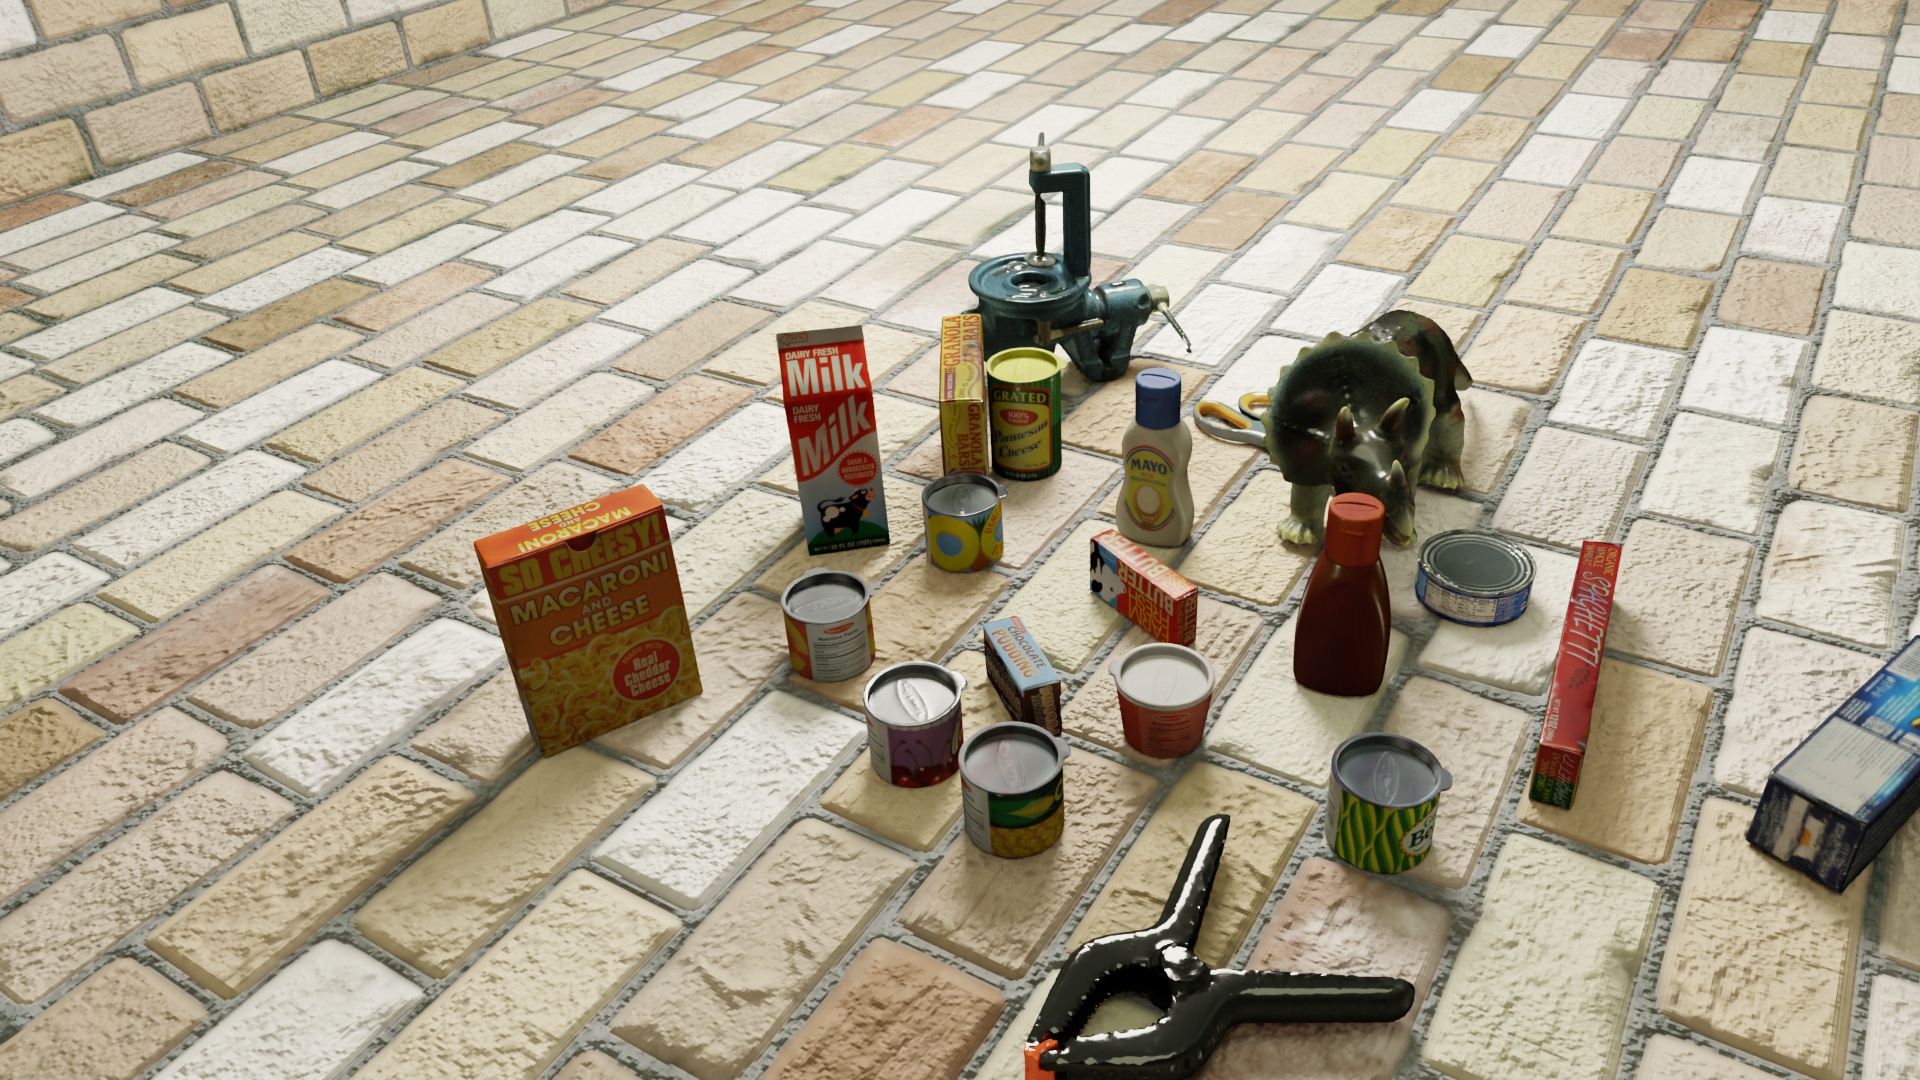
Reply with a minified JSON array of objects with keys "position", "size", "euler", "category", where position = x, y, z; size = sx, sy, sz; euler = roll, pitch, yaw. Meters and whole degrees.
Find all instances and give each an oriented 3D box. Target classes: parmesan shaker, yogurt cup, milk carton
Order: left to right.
[{"position":[-0.105,-0.089,1.150],"size":[0.072,0.189,0.074],"euler":[-8,34,-5],"category":"milk carton"},{"position":[0.061,-0.112,1.246],"size":[0.071,0.102,0.072],"euler":[-3,34,2],"category":"parmesan shaker"},{"position":[0.139,0.111,0.949],"size":[0.072,0.053,0.073],"euler":[-3,34,2],"category":"yogurt cup"}]

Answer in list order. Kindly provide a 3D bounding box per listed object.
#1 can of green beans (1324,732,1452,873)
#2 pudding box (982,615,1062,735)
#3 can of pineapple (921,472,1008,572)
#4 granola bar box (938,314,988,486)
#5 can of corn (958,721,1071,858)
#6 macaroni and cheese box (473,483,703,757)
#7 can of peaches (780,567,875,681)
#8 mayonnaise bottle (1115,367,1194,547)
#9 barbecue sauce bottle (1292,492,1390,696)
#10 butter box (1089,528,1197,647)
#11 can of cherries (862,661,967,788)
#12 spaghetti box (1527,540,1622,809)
[{"position":[0.261,0.162,0.858],"size":[0.071,0.057,0.071],"euler":[-3,34,2],"category":"can of green beans"},{"position":[0.044,0.097,0.985],"size":[0.030,0.049,0.084],"euler":[-13,35,-14],"category":"pudding box"},{"position":[0.004,-0.014,1.146],"size":[0.071,0.057,0.071],"euler":[-3,34,2],"category":"can of pineapple"},{"position":[0.004,-0.109,1.228],"size":[0.039,0.123,0.166],"euler":[-3,34,2],"category":"granola bar box"},{"position":[0.036,0.159,0.886],"size":[0.071,0.058,0.071],"euler":[-3,34,2],"category":"can of corn"},{"position":[-0.255,0.057,0.971],"size":[0.124,0.165,0.040],"euler":[-22,38,-25],"category":"macaroni and cheese box"},{"position":[-0.099,0.063,1.042],"size":[0.071,0.057,0.071],"euler":[-3,34,2],"category":"can of peaches"},{"position":[0.159,-0.067,1.128],"size":[0.065,0.147,0.041],"euler":[13,37,24],"category":"mayonnaise bottle"},{"position":[0.267,0.039,0.960],"size":[0.065,0.147,0.044],"euler":[8,35,17],"category":"barbecue sauce bottle"},{"position":[0.139,0.037,1.060],"size":[0.024,0.052,0.104],"euler":[-23,38,-26],"category":"butter box"},{"position":[-0.028,0.125,0.943],"size":[0.071,0.058,0.072],"euler":[-3,34,2],"category":"can of cherries"},{"position":[0.429,0.084,0.963],"size":[0.029,0.050,0.251],"euler":[13,37,23],"category":"spaghetti box"}]
